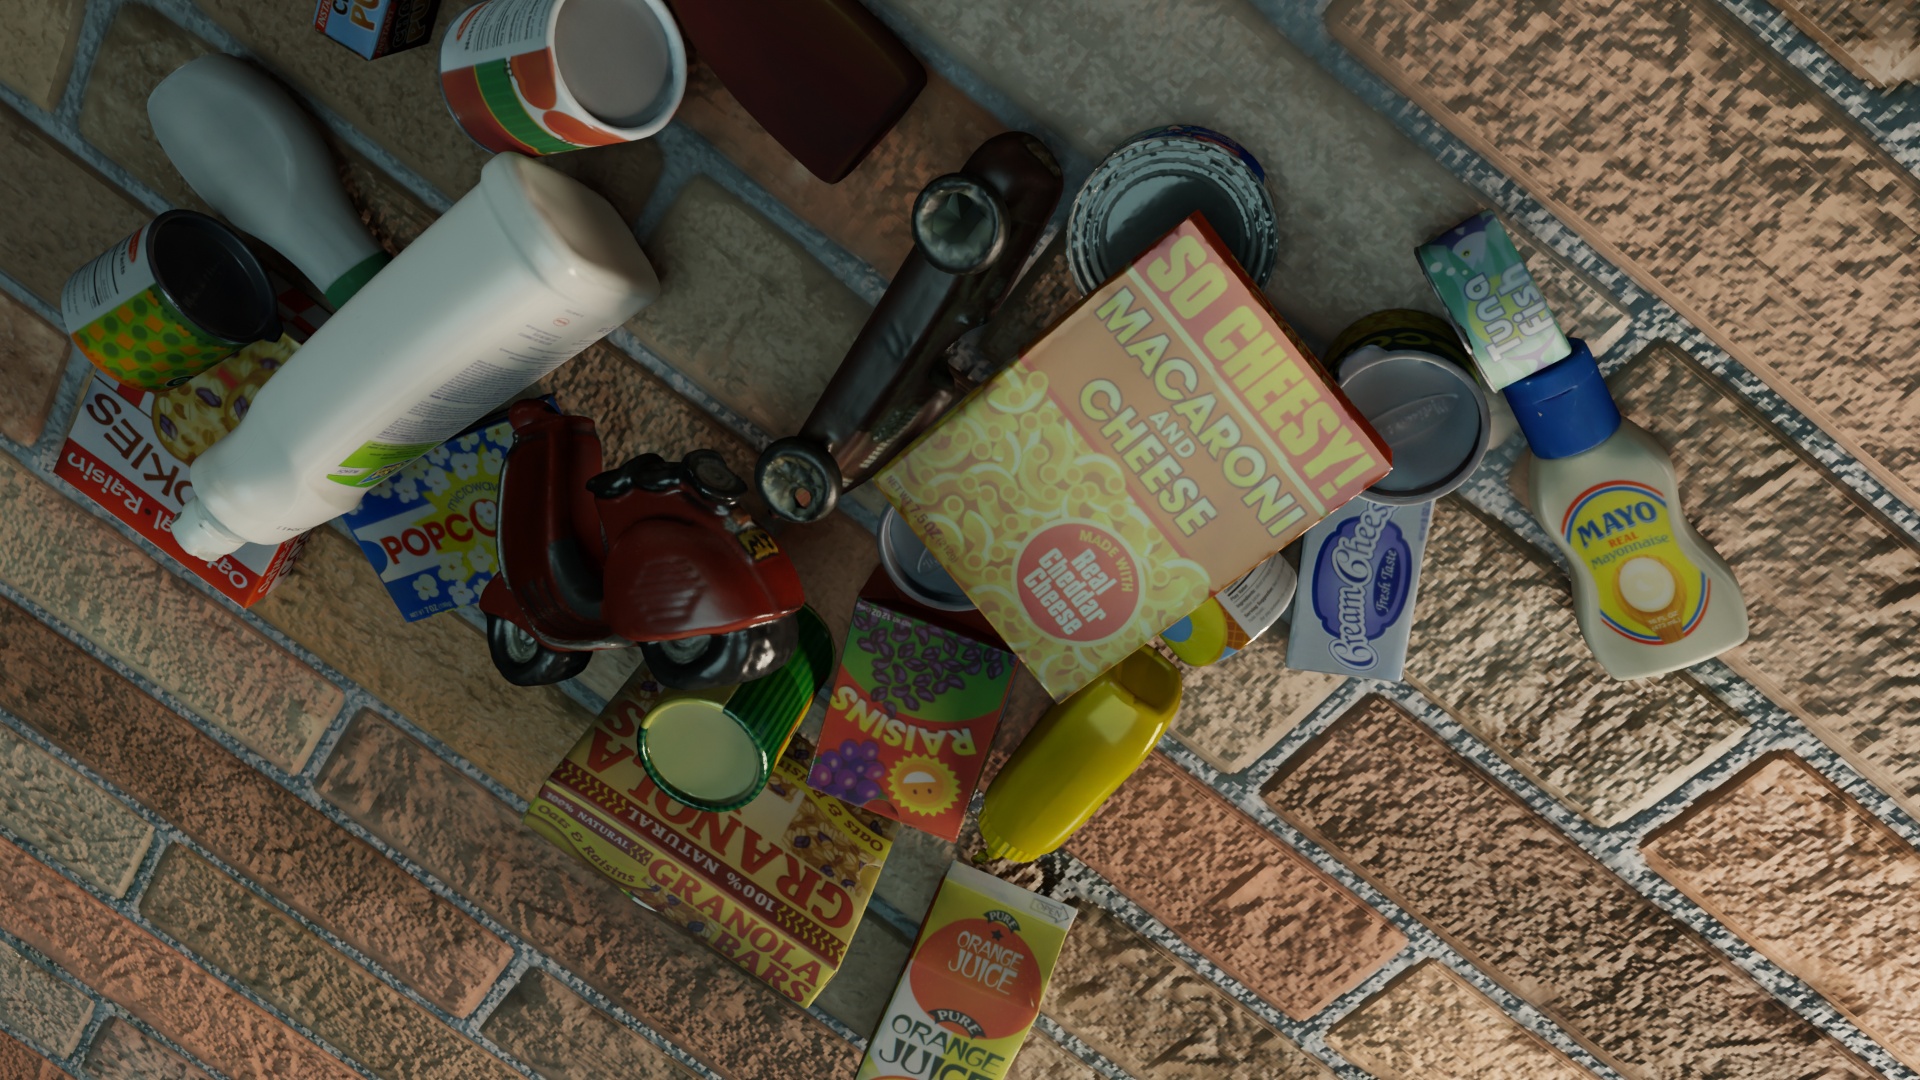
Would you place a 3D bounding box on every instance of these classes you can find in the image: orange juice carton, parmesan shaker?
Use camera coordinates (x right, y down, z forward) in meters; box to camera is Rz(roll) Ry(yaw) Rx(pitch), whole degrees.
[{"bbox_3d":[-0.002,0.256,0.763,0.072,0.073,0.191,23,118,3],"label":"orange juice carton"},{"bbox_3d":[-0.111,0.079,0.686,0.071,0.103,0.071,6,117,11],"label":"parmesan shaker"}]

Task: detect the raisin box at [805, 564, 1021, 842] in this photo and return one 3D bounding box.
[{"bbox_3d":[-0.022,0.084,0.703,0.086,0.040,0.122,19,119,3],"label":"raisin box"}]

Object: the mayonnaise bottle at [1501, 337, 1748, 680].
[{"bbox_3d":[0.272,-0.013,0.580,0.064,0.041,0.147,-25,108,25],"label":"mayonnaise bottle"}]

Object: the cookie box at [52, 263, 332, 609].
[{"bbox_3d":[-0.381,-0.061,0.722,0.123,0.040,0.166,38,117,-6],"label":"cookie box"}]

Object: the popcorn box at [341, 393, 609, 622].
[{"bbox_3d":[-0.247,-0.015,0.711,0.126,0.038,0.085,-16,112,20],"label":"popcorn box"}]

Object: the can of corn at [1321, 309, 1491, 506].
[{"bbox_3d":[0.179,-0.058,0.572,0.071,0.058,0.070,6,117,12],"label":"can of corn"}]

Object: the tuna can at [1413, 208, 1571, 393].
[{"bbox_3d":[0.207,-0.093,0.540,0.032,0.071,0.071,-29,106,24],"label":"tuna can"}]

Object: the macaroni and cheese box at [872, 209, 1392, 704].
[{"bbox_3d":[0.066,-0.031,0.557,0.166,0.040,0.123,-38,93,23],"label":"macaroni and cheese box"}]

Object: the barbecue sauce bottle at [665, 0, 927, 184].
[{"bbox_3d":[-0.086,-0.219,0.568,0.148,0.044,0.064,43,119,-8],"label":"barbecue sauce bottle"}]

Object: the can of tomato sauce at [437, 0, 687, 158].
[{"bbox_3d":[-0.162,-0.193,0.570,0.083,0.071,0.071,7,121,42],"label":"can of tomato sauce"}]

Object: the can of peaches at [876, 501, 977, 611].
[{"bbox_3d":[0.002,-0.008,0.641,0.071,0.058,0.071,5,116,11],"label":"can of peaches"}]

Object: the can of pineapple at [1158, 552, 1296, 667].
[{"bbox_3d":[0.106,0.015,0.623,0.070,0.071,0.058,-36,103,26],"label":"can of pineapple"}]

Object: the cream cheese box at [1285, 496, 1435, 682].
[{"bbox_3d":[0.179,0.013,0.626,0.053,0.024,0.103,7,117,11],"label":"cream cheese box"}]

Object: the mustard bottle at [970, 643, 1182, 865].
[{"bbox_3d":[0.049,0.116,0.690,0.049,0.065,0.159,35,125,1],"label":"mustard bottle"}]

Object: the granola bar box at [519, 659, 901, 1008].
[{"bbox_3d":[-0.118,0.139,0.706,0.165,0.125,0.039,35,120,-5],"label":"granola bar box"}]

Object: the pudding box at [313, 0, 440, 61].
[{"bbox_3d":[-0.239,-0.250,0.587,0.030,0.050,0.083,30,119,-3],"label":"pudding box"}]

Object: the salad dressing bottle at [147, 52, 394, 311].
[{"bbox_3d":[-0.311,-0.156,0.656,0.064,0.044,0.147,-31,106,23],"label":"salad dressing bottle"}]

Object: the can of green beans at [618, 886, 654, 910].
[{"bbox_3d":[-0.154,0.161,0.763,0.071,0.058,0.071,6,117,11],"label":"can of green beans"}]

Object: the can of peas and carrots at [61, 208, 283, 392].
[{"bbox_3d":[-0.359,-0.107,0.635,0.058,0.071,0.070,-23,108,19],"label":"can of peas and carrots"}]
